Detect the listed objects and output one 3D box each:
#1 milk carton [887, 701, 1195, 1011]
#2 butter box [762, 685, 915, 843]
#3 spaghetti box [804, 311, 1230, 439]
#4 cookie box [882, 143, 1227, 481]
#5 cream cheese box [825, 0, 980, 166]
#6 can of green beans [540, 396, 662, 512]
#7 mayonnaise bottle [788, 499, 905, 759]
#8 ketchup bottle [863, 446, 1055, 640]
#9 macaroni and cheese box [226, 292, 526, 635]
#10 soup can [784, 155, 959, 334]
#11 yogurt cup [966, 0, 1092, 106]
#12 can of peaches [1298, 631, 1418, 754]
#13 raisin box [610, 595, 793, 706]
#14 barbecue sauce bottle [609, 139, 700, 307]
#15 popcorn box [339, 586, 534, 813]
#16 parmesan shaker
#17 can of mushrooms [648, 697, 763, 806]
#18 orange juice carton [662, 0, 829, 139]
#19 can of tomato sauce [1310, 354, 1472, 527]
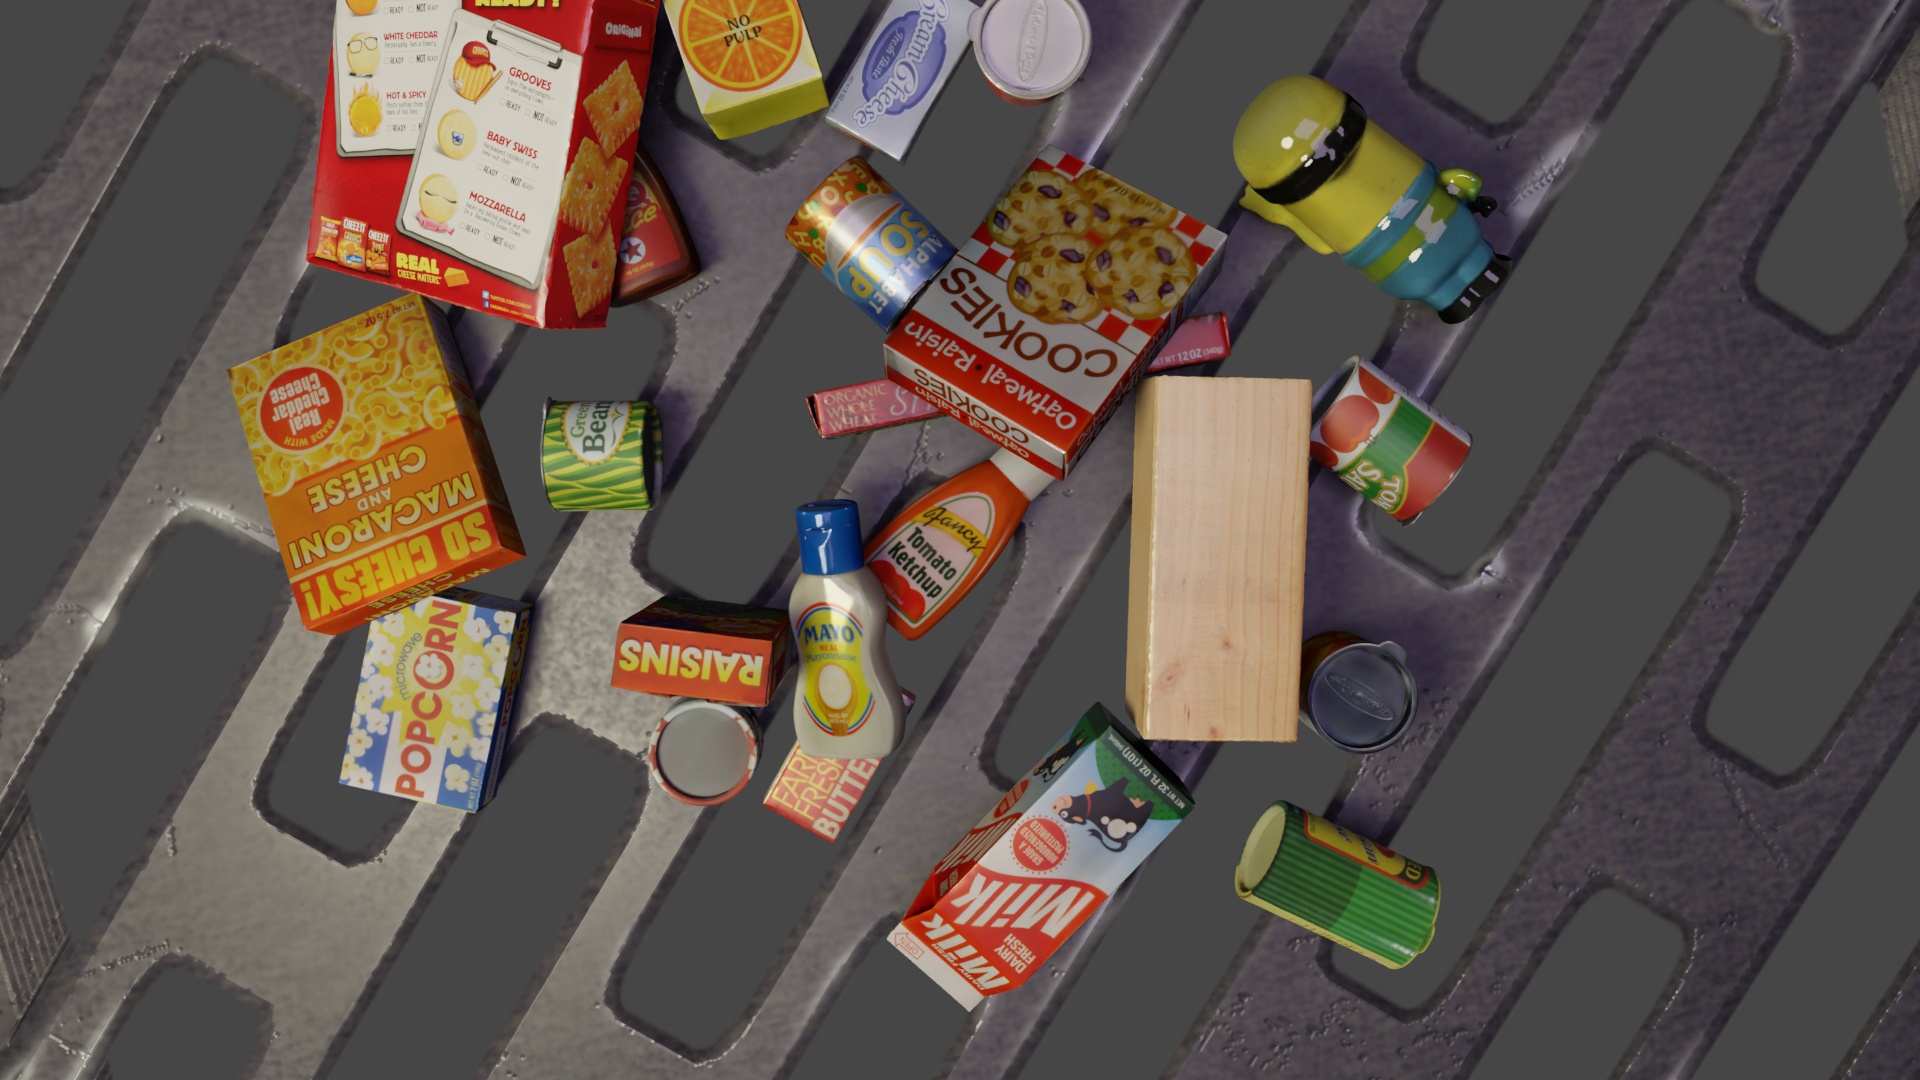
[{"bbox_3d":[0.046,0.194,0.837,0.072,0.073,0.190,43,92,-4],"label":"milk carton"},{"bbox_3d":[-0.074,0.128,0.854,0.053,0.024,0.103,29,92,-2],"label":"butter box"},{"bbox_3d":[0.034,-0.098,0.830,0.250,0.050,0.028,-12,93,0],"label":"spaghetti box"},{"bbox_3d":[0.054,-0.132,0.790,0.123,0.040,0.168,32,72,16],"label":"cookie box"},{"bbox_3d":[-0.032,-0.282,0.829,0.053,0.024,0.103,30,93,-4],"label":"cream cheese box"},{"bbox_3d":[-0.210,-0.050,0.819,0.058,0.071,0.071,-1,94,-2],"label":"can of green beans"},{"bbox_3d":[-0.070,0.052,0.804,0.065,0.041,0.147,-2,102,17],"label":"mayonnaise bottle"},{"bbox_3d":[0.003,-0.011,0.838,0.149,0.043,0.065,-44,89,1],"label":"ketchup bottle"},{"bbox_3d":[-0.339,-0.045,0.809,0.124,0.040,0.166,-23,78,0],"label":"macaroni and cheese box"},{"bbox_3d":[-0.051,-0.173,0.812,0.084,0.071,0.071,43,92,-3],"label":"soup can"},{"bbox_3d":[0.041,-0.288,0.815,0.072,0.054,0.072,0,94,-1],"label":"yogurt cup"},{"bbox_3d":[0.237,0.089,0.843,0.071,0.058,0.071,0,93,-1],"label":"can of peaches"},{"bbox_3d":[-0.144,0.062,0.799,0.086,0.123,0.040,8,94,-2],"label":"raisin box"},{"bbox_3d":[-0.210,-0.216,0.820,0.065,0.044,0.148,-22,94,2],"label":"barbecue sauce bottle"},{"bbox_3d":[-0.315,0.093,0.839,0.085,0.038,0.126,13,93,-1],"label":"popcorn box"},{"bbox_3d":[0.229,0.208,0.843,0.103,0.071,0.071,26,93,-3],"label":"parmesan shaker"},{"bbox_3d":[-0.155,0.129,0.848,0.071,0.033,0.071,0,93,-2],"label":"can of mushrooms"},{"bbox_3d":[-0.141,-0.339,0.799,0.073,0.072,0.192,-19,94,-1],"label":"orange juice carton"},{"bbox_3d":[0.249,-0.059,0.829,0.083,0.071,0.071,35,93,-3],"label":"can of tomato sauce"}]
